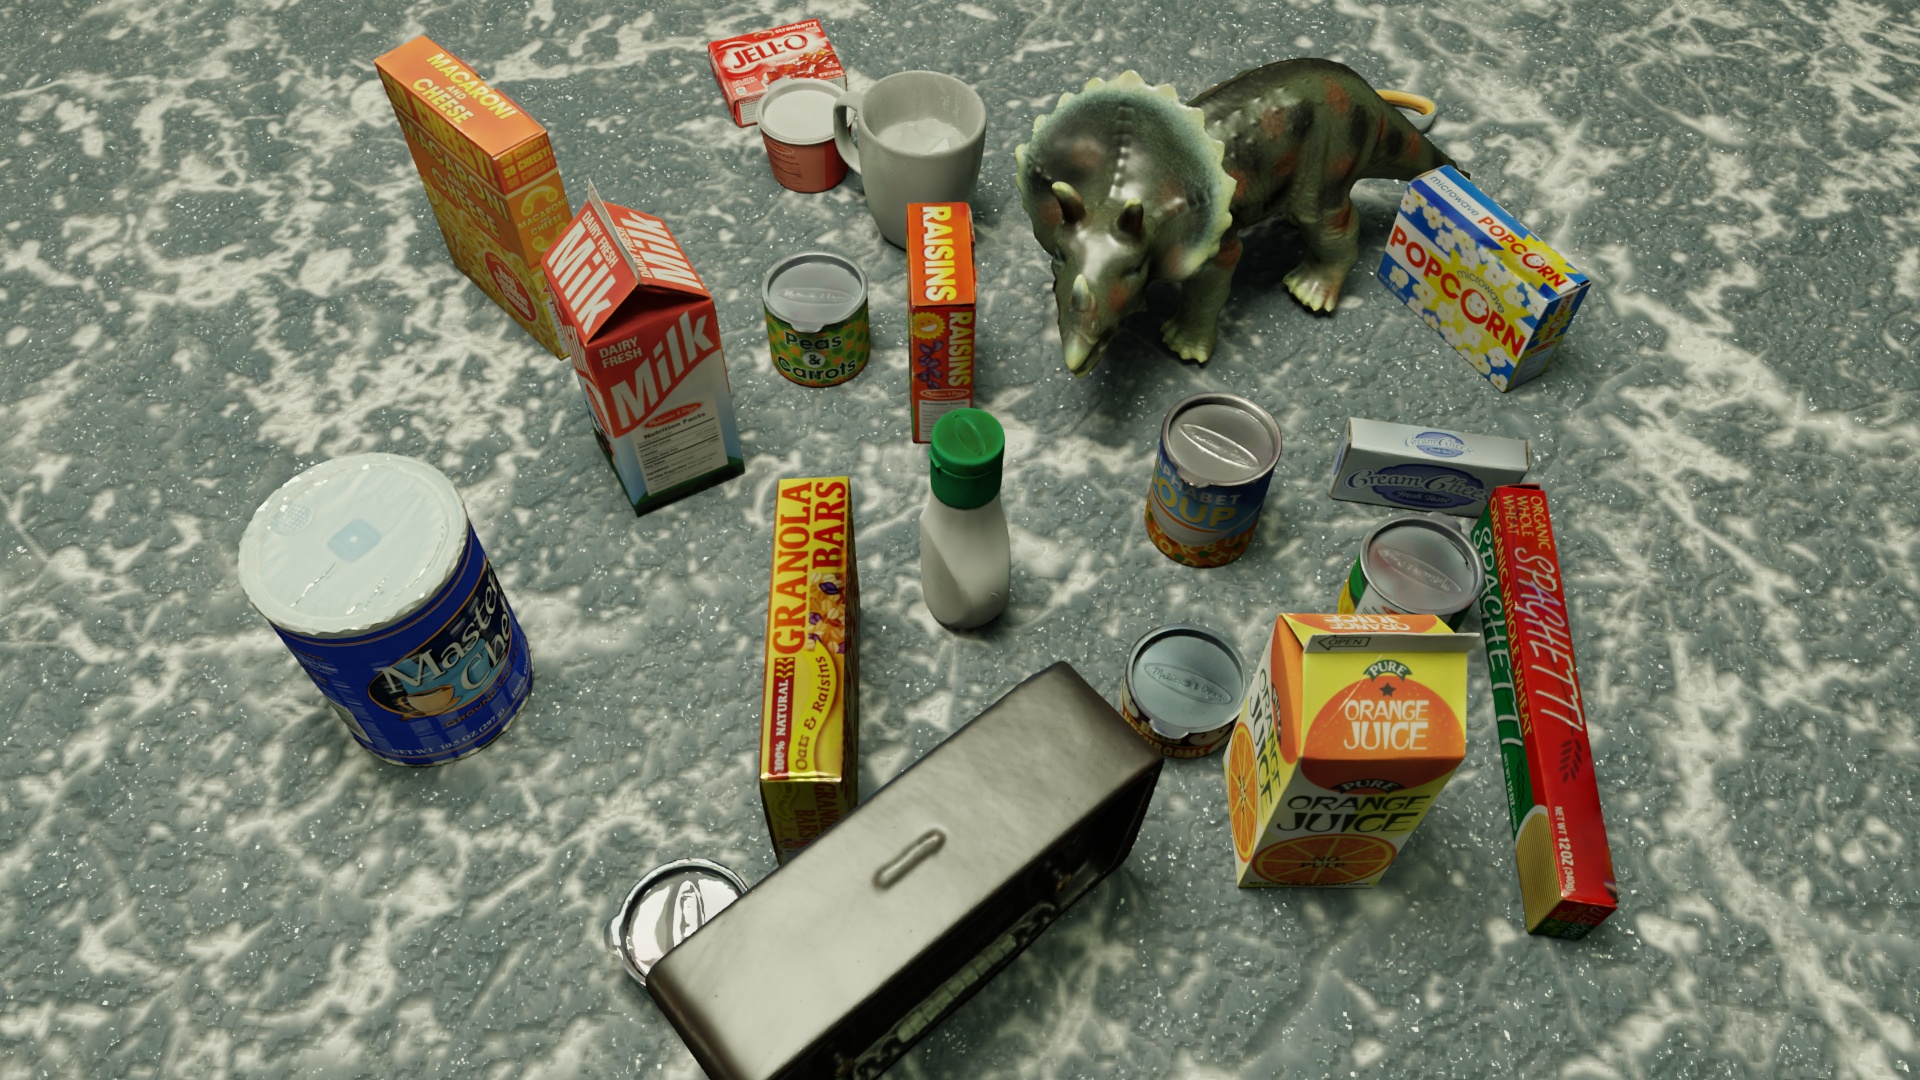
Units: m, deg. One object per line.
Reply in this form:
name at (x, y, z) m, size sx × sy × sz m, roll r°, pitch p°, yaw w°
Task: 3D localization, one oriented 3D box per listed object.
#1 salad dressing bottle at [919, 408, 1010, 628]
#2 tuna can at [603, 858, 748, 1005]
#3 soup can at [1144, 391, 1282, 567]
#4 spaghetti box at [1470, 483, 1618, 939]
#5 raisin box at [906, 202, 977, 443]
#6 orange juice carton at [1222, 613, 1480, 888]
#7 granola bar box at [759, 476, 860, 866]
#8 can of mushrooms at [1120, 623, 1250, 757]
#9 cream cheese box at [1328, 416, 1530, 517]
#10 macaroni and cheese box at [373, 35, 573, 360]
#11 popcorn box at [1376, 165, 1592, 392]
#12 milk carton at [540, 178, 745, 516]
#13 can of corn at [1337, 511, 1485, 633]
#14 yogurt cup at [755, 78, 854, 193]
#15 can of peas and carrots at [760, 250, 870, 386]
salad dressing bottle at (0.003, -0.009, 0.734) m, size 0.044 × 0.147 × 0.064 m, roll -22°, pitch 58°, yaw -15°
tuna can at (-0.131, 0.189, 0.662) m, size 0.071 × 0.032 × 0.071 m, roll 1°, pitch 55°, yaw -1°
soup can at (0.141, -0.032, 0.792) m, size 0.071 × 0.083 × 0.072 m, roll 1°, pitch 55°, yaw -1°
spaghetti box at (0.305, 0.081, 0.736) m, size 0.029 × 0.050 × 0.251 m, roll 5°, pitch 55°, yaw 2°
raisin box at (-0.012, -0.128, 0.833) m, size 0.040 × 0.122 × 0.086 m, roll -1°, pitch 55°, yaw -2°
orange juice carton at (0.175, 0.092, 0.640) m, size 0.072 × 0.191 × 0.073 m, roll 1°, pitch 55°, yaw -1°
granola bar box at (-0.072, 0.070, 0.691) m, size 0.039 × 0.123 × 0.166 m, roll -1°, pitch 55°, yaw -2°
can of mushrooms at (0.118, 0.082, 0.742) m, size 0.071 × 0.033 × 0.071 m, roll 1°, pitch 55°, yaw -1°
cream cheese box at (0.275, -0.042, 0.820) m, size 0.104 × 0.053 × 0.024 m, roll 8°, pitch 55°, yaw 5°
macaroni and cheese box at (-0.286, -0.208, 0.857) m, size 0.124 × 0.165 × 0.040 m, roll 39°, pitch 63°, yaw 23°
popcorn box at (0.331, -0.169, 0.892) m, size 0.038 × 0.084 × 0.127 m, roll -26°, pitch 60°, yaw -18°
milk carton at (-0.177, -0.107, 0.773) m, size 0.073 × 0.189 × 0.072 m, roll -24°, pitch 59°, yaw -17°
can of corn at (0.249, 0.027, 0.769) m, size 0.071 × 0.058 × 0.071 m, roll 1°, pitch 55°, yaw -1°
yogurt cup at (-0.108, -0.284, 0.982) m, size 0.072 × 0.053 × 0.073 m, roll 1°, pitch 55°, yaw -1°
can of peas and carrots at (-0.090, -0.138, 0.877) m, size 0.071 × 0.058 × 0.071 m, roll 1°, pitch 55°, yaw -1°
